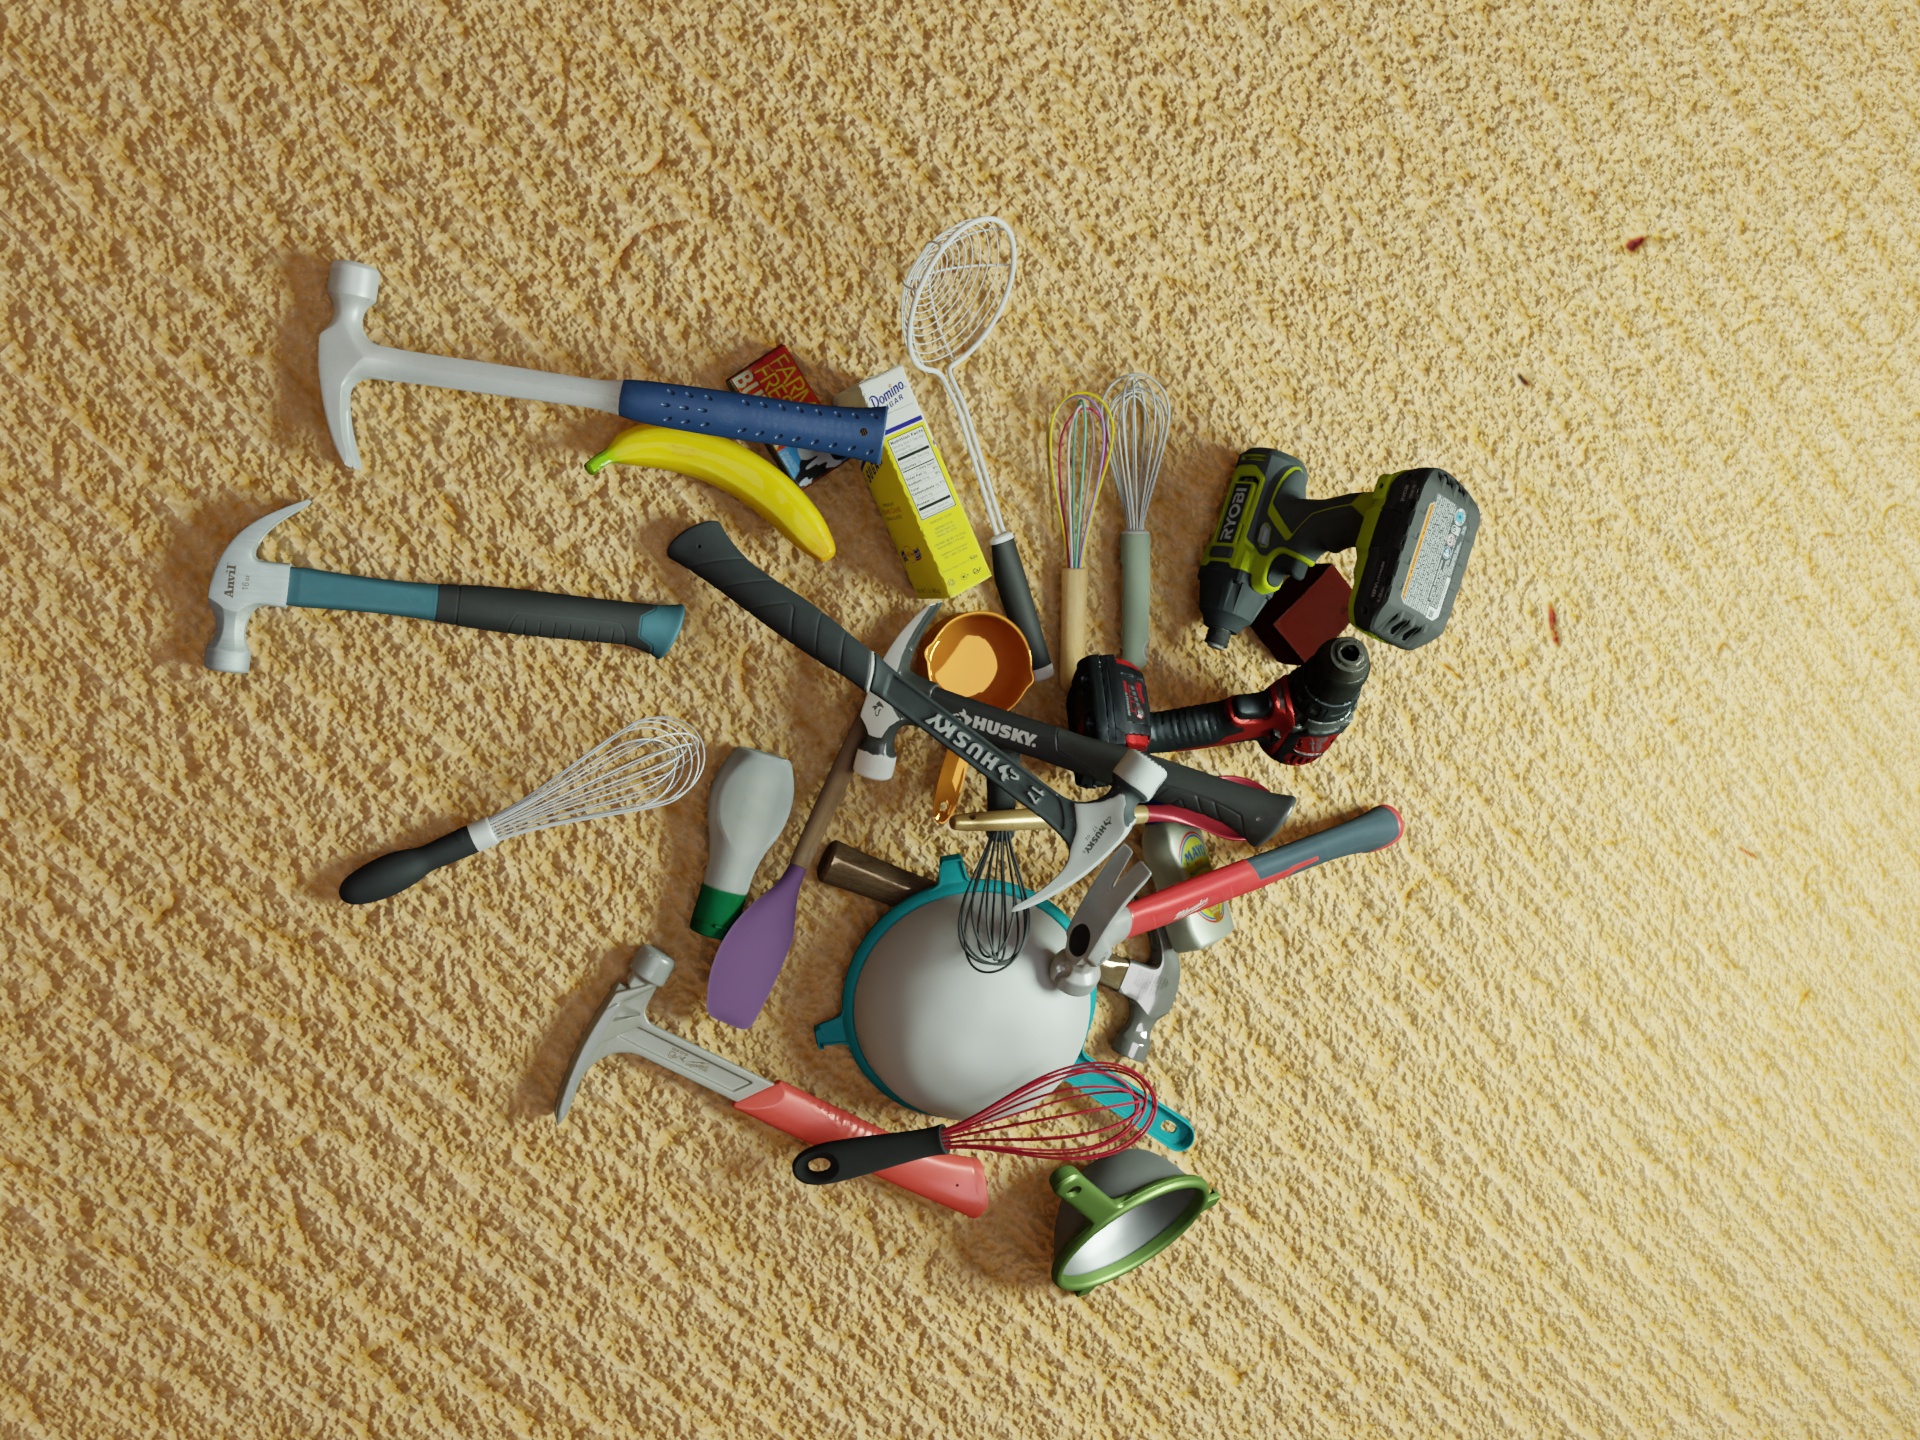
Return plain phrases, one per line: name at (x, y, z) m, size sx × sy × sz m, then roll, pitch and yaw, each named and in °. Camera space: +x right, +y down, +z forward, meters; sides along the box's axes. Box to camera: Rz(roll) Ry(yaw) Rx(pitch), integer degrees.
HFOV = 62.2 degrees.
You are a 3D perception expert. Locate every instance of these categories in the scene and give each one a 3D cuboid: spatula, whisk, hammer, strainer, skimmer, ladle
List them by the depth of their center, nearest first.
hammer at (-0.256, -0.229, 1.148) m, size 0.405 × 0.035 × 0.144 m, roll 8°, pitch 93°, yaw -4°
hammer at (-0.370, -0.084, 1.169) m, size 0.331 × 0.033 × 0.128 m, roll 6°, pitch 93°, yaw -18°
hammer at (-0.054, -0.020, 1.185) m, size 0.409 × 0.036 × 0.149 m, roll 36°, pitch 90°, yaw 10°
whisk at (-0.325, 0.070, 1.186) m, size 0.284 × 0.070 × 0.070 m, roll -24°, pitch 101°, yaw -10°
hammer at (0.088, 0.019, 1.202) m, size 0.335 × 0.035 × 0.146 m, roll 18°, pitch 103°, yaw 13°
whisk at (0.006, 0.315, 1.209) m, size 0.296 × 0.073 × 0.073 m, roll -15°, pitch 100°, yaw 15°
whisk at (0.029, 0.089, 1.247) m, size 0.055 × 0.055 × 0.239 m, roll 18°, pitch 51°, yaw -18°
spatula at (-0.119, 0.091, 1.251) m, size 0.059 × 0.018 × 0.316 m, roll 33°, pitch 76°, yaw -34°
skimmer at (0.037, -0.207, 1.261) m, size 0.127 × 0.090 × 0.363 m, roll -29°, pitch 107°, yaw -46°
hammer at (-0.136, 0.322, 1.270) m, size 0.359 × 0.037 × 0.149 m, roll 31°, pitch 84°, yaw -17°
ladle at (0.127, 0.076, 1.272) m, size 0.315 × 0.069 × 0.031 m, roll 0°, pitch 136°, yaw -32°
strainer at (0.065, 0.274, 1.276) m, size 0.340 × 0.095 × 0.211 m, roll 35°, pitch 96°, yaw -15°
strainer at (0.109, 0.381, 1.289) m, size 0.151 × 0.069 × 0.256 m, roll -36°, pitch 143°, yaw 2°
hammer at (0.241, 0.115, 1.293) m, size 0.386 × 0.038 × 0.143 m, roll -14°, pitch 141°, yaw -38°
whisk at (0.098, -0.147, 1.309) m, size 0.047 × 0.051 × 0.245 m, roll -1°, pitch 98°, yaw -19°
hammer at (0.037, 0.171, 1.317) m, size 0.331 × 0.031 × 0.130 m, roll 24°, pitch 87°, yaw -18°
whisk at (0.145, -0.164, 1.326) m, size 0.059 × 0.058 × 0.246 m, roll 2°, pitch 97°, yaw 17°

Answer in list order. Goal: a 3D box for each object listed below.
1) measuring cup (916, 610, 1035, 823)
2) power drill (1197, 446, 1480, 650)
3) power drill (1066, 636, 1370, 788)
measuring cup at (-0.002, -0.004, 1.283) m, size 0.095 × 0.052 × 0.173 m, roll 14°, pitch 91°, yaw -18°
power drill at (0.289, -0.130, 1.277) m, size 0.080 × 0.223 × 0.171 m, roll 21°, pitch 86°, yaw -36°
power drill at (0.206, -0.012, 1.265) m, size 0.226 × 0.187 × 0.080 m, roll -4°, pitch 70°, yaw -4°
